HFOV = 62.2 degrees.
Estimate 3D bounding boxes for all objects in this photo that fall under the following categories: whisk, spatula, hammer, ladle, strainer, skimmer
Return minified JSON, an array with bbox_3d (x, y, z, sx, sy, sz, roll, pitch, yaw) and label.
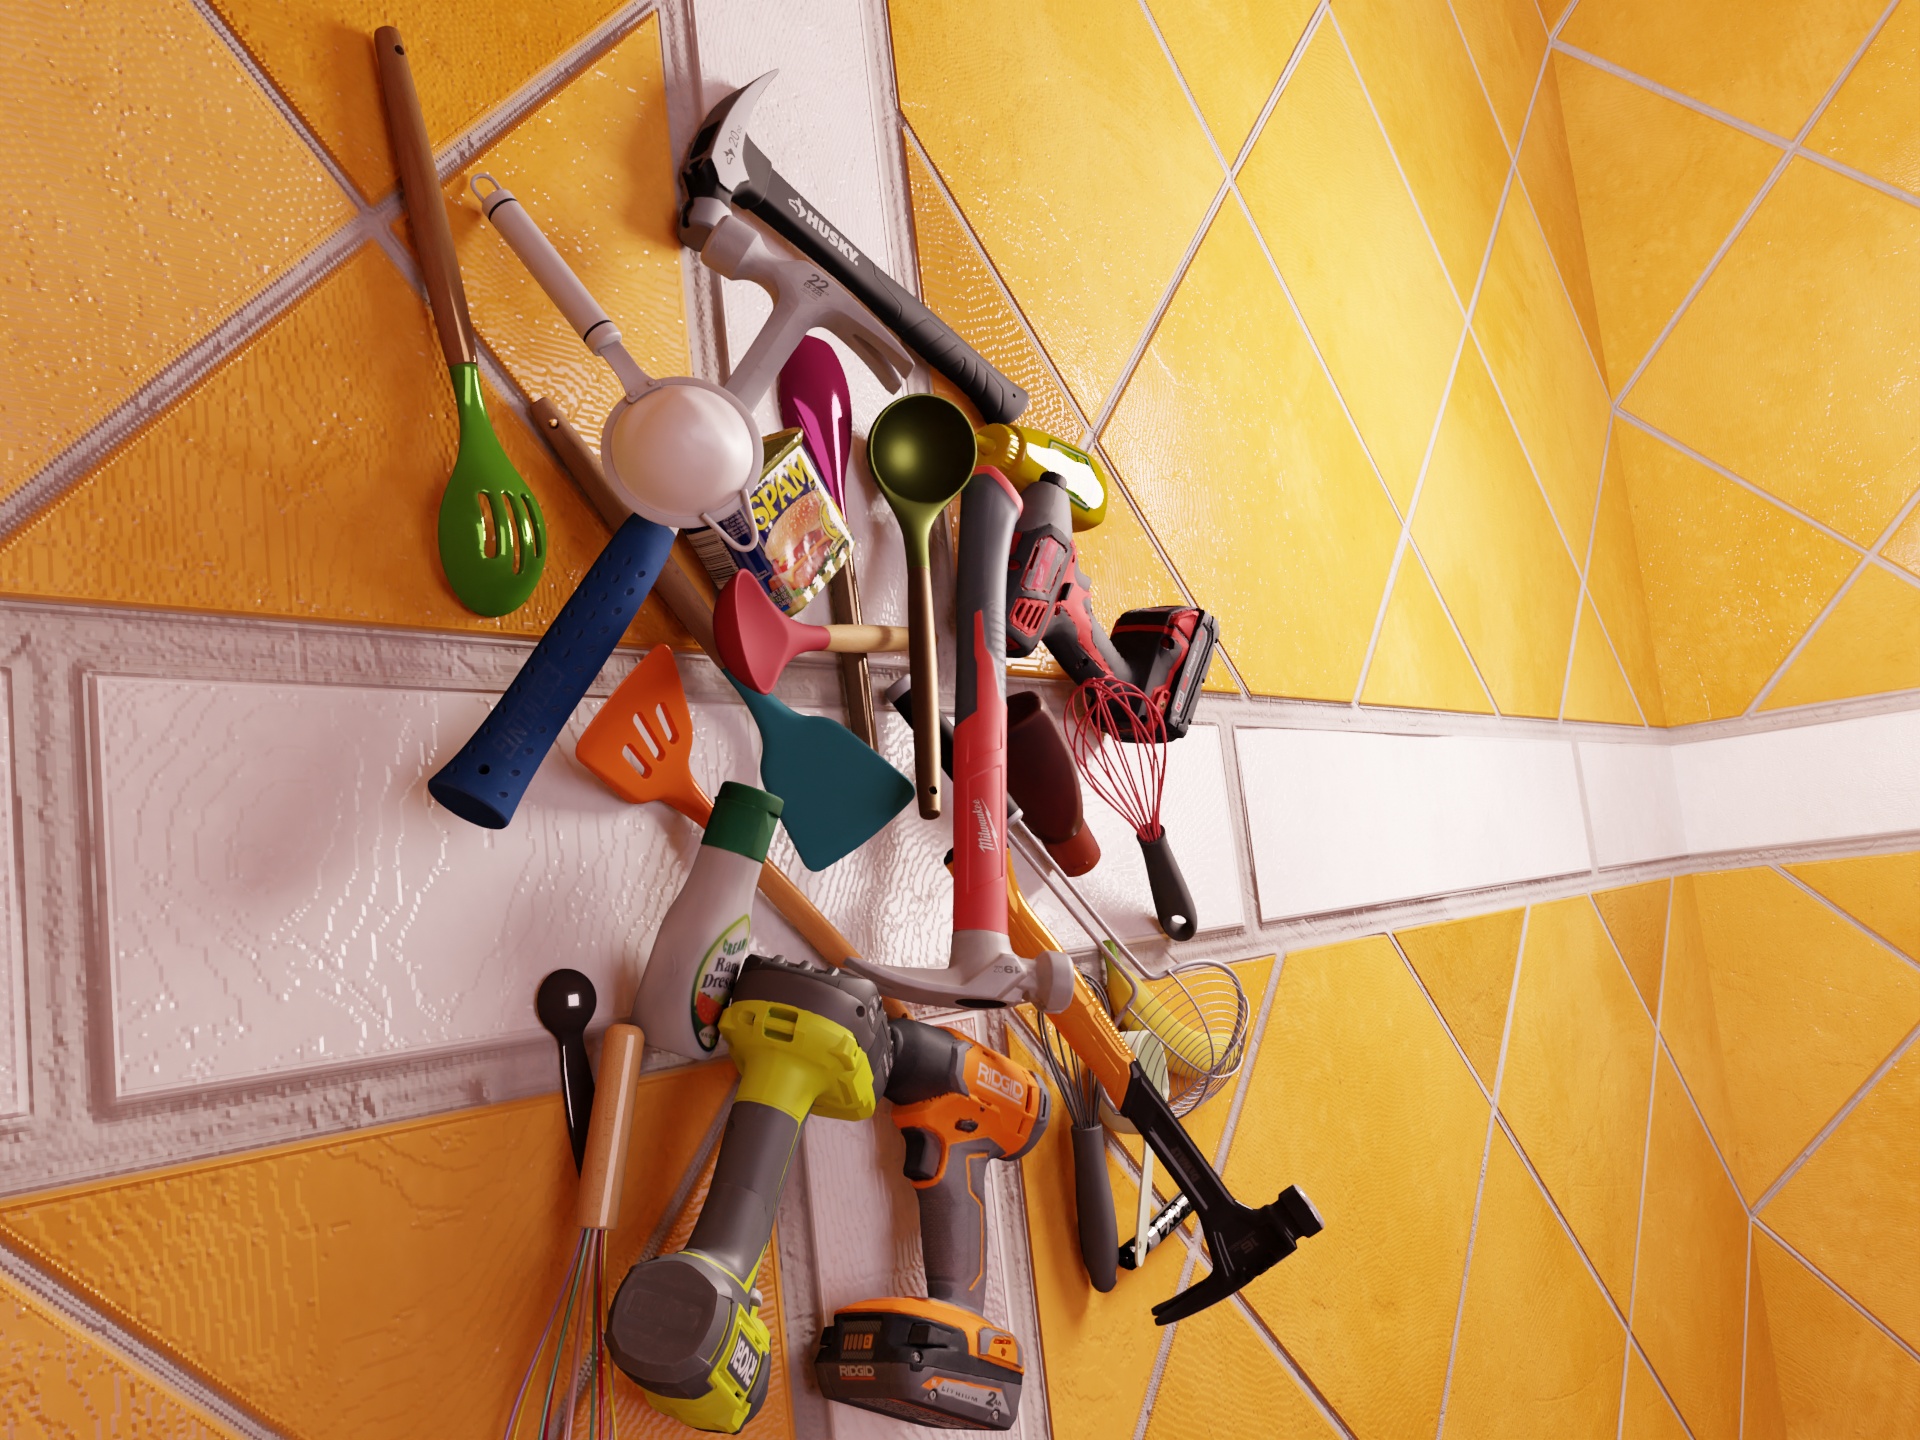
[{"bbox_3d":[0.089,0.291,1.138,0.055,0.055,0.239,-8,92,-53],"label":"whisk"},{"bbox_3d":[-0.181,0.275,0.787,0.051,0.047,0.245,32,57,-52],"label":"whisk"},{"bbox_3d":[-0.146,-0.053,0.926,0.082,0.044,0.317,-38,113,-6],"label":"spatula"},{"bbox_3d":[0.089,0.222,1.032,0.337,0.127,0.034,55,0,3],"label":"hammer"},{"bbox_3d":[-0.022,-0.082,1.027,0.078,0.062,0.320,10,54,-19],"label":"ladle"},{"bbox_3d":[-0.188,-0.199,0.852,0.087,0.050,0.258,-36,81,-18],"label":"strainer"},{"bbox_3d":[-0.157,-0.111,0.869,0.144,0.035,0.406,31,58,-9],"label":"hammer"},{"bbox_3d":[-0.002,-0.003,1.040,0.143,0.038,0.387,8,62,-15],"label":"hammer"},{"bbox_3d":[-0.059,-0.307,1.116,0.334,0.035,0.146,32,57,-43],"label":"hammer"},{"bbox_3d":[-0.074,-0.052,0.970,0.315,0.031,0.069,-6,88,-70],"label":"ladle"},{"bbox_3d":[0.065,0.120,1.097,0.127,0.090,0.363,-39,89,-12],"label":"skimmer"},{"bbox_3d":[-0.111,0.091,0.936,0.322,0.041,0.081,52,59,-32],"label":"spatula"},{"bbox_3d":[0.140,0.073,1.211,0.073,0.073,0.295,-65,145,-38],"label":"whisk"}]

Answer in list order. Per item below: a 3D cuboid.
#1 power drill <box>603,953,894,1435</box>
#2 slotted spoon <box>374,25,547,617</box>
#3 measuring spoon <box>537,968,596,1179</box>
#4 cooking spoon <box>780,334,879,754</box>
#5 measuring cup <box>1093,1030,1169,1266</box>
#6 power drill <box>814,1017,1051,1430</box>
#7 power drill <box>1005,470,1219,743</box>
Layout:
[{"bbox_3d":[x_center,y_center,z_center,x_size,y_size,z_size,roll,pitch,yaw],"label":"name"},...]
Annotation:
[{"bbox_3d":[-0.107,0.254,0.842,0.171,0.080,0.223,82,22,-54],"label":"power drill"},{"bbox_3d":[-0.267,-0.210,0.831,0.070,0.031,0.314,-11,88,-56],"label":"slotted spoon"},{"bbox_3d":[-0.193,0.190,0.823,0.034,0.018,0.124,-9,88,-53],"label":"measuring spoon"},{"bbox_3d":[-0.078,-0.102,1.049,0.068,0.017,0.319,0,80,-51],"label":"cooking spoon"},{"bbox_3d":[0.122,0.312,1.170,0.083,0.038,0.168,36,55,-58],"label":"measuring cup"},{"bbox_3d":[-0.021,0.297,0.967,0.164,0.084,0.227,38,49,-40],"label":"power drill"},{"bbox_3d":[0.098,-0.082,1.208,0.219,0.078,0.143,34,68,-38],"label":"power drill"}]
